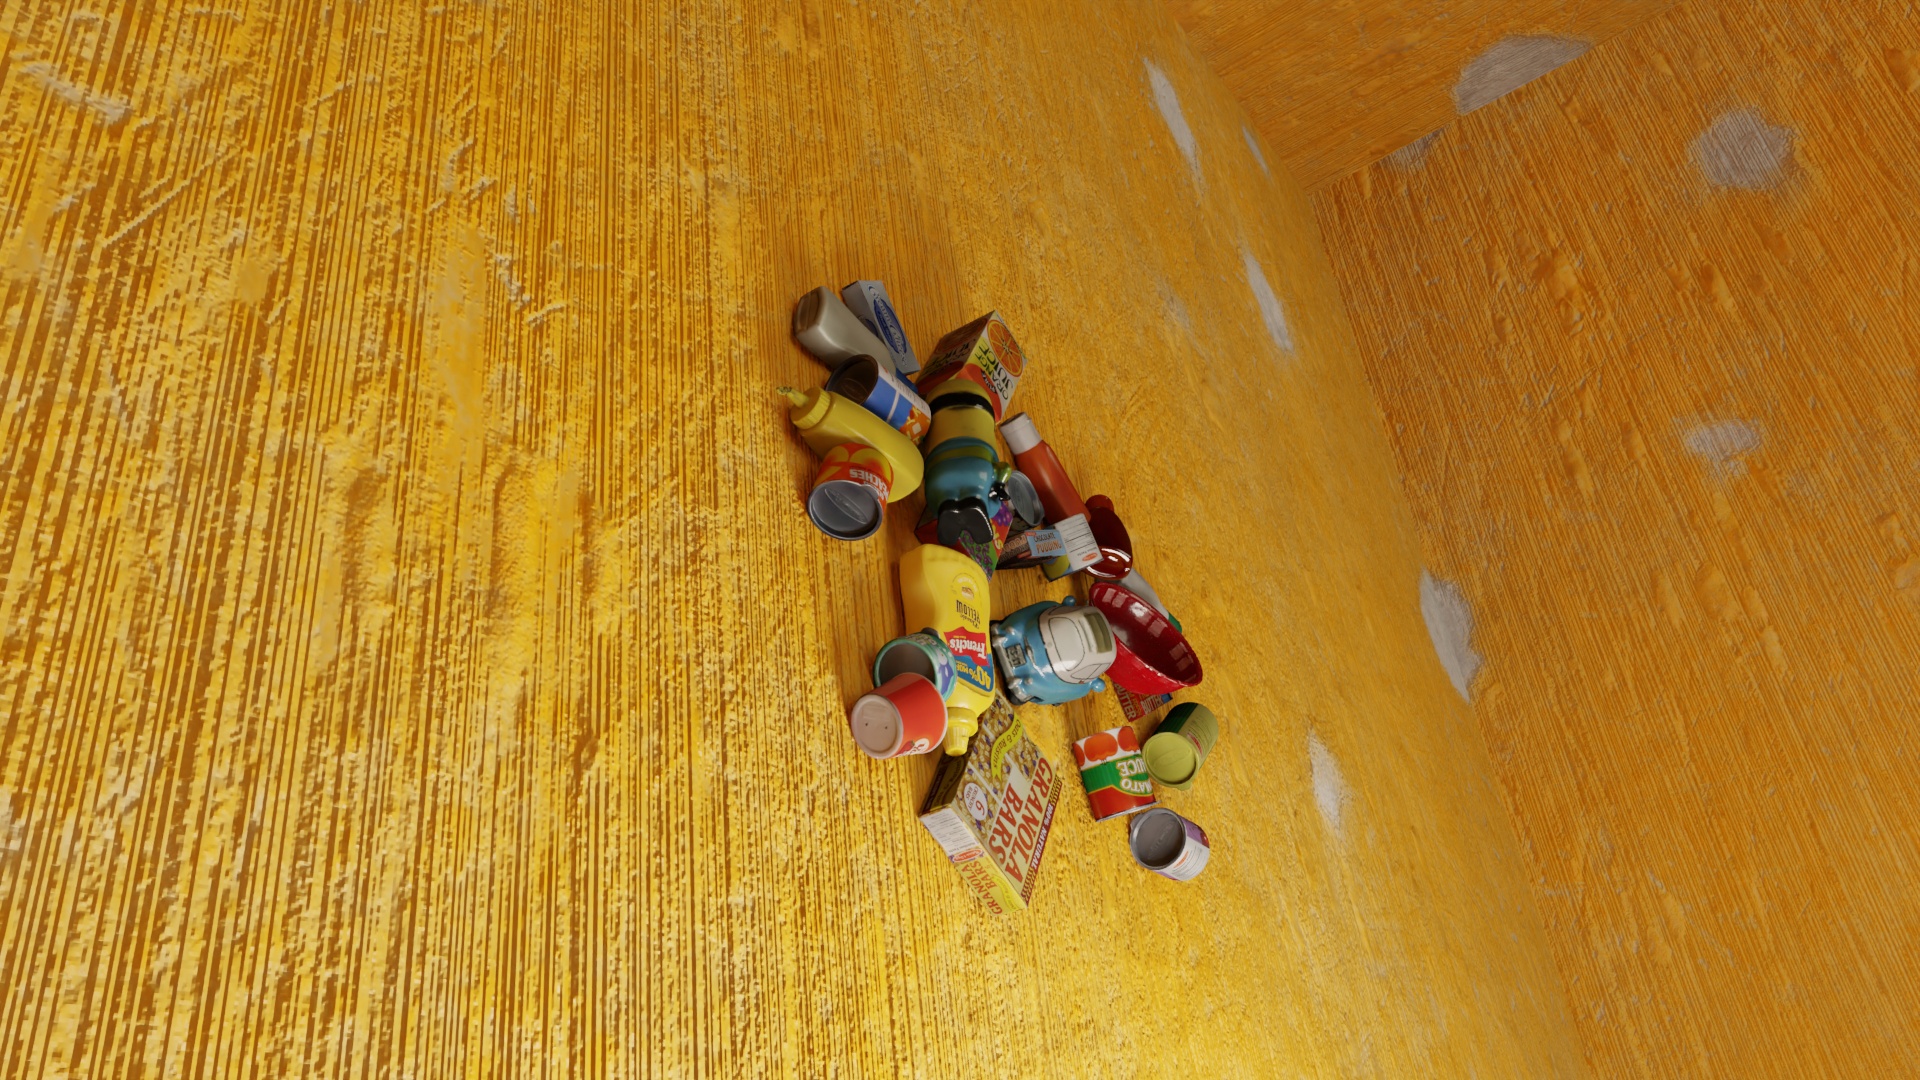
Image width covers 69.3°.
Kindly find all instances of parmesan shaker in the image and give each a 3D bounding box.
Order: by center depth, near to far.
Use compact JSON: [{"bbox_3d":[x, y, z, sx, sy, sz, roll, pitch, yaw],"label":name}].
[{"bbox_3d":[0.254,0.235,1.593,0.071,0.071,0.103,64,26,-2],"label":"parmesan shaker"}]

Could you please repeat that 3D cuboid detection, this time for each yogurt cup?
[{"bbox_3d":[-0.052,0.145,1.129,0.054,0.072,0.072,-10,77,-54],"label":"yogurt cup"}]

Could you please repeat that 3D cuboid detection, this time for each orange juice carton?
[{"bbox_3d":[0.006,-0.165,1.471,0.071,0.073,0.194,55,29,-20],"label":"orange juice carton"}]

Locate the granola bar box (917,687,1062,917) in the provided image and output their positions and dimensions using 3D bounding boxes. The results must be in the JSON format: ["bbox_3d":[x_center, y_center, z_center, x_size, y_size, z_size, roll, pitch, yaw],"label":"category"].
[{"bbox_3d":[0.031,0.229,1.233,0.124,0.039,0.166,56,29,-19],"label":"granola bar box"}]

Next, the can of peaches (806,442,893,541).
[{"bbox_3d":[-0.093,-0.044,1.201,0.071,0.071,0.058,51,30,-27],"label":"can of peaches"}]

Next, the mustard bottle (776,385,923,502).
[{"bbox_3d":[-0.102,-0.094,1.235,0.160,0.065,0.049,39,41,-35],"label":"mustard bottle"}]

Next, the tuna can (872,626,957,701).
[{"bbox_3d":[-0.038,0.110,1.174,0.033,0.071,0.071,-7,74,-61],"label":"tuna can"}]

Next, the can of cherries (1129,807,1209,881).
[{"bbox_3d":[0.220,0.319,1.466,0.058,0.071,0.072,34,41,-46],"label":"can of cherries"}]

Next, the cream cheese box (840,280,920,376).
[{"bbox_3d":[-0.080,-0.213,1.410,0.104,0.024,0.053,66,26,0],"label":"cream cheese box"}]

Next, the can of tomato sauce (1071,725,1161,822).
[{"bbox_3d":[0.158,0.237,1.416,0.071,0.071,0.083,9,60,-58],"label":"can of tomato sauce"}]

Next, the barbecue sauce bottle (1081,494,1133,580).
[{"bbox_3d":[0.167,-0.007,1.633,0.149,0.065,0.043,-85,-173,-63],"label":"barbecue sauce bottle"}]

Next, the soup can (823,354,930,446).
[{"bbox_3d":[-0.079,-0.123,1.298,0.083,0.071,0.072,38,38,-44],"label":"soup can"}]

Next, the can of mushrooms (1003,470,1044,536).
[{"bbox_3d":[0.059,-0.038,1.504,0.071,0.033,0.071,41,35,-38],"label":"can of mushrooms"}]

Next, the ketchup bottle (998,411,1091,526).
[{"bbox_3d":[0.096,-0.076,1.587,0.148,0.043,0.065,60,25,-11],"label":"ketchup bottle"}]

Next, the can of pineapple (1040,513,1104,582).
[{"bbox_3d":[0.116,0.009,1.535,0.071,0.071,0.058,-17,83,-63],"label":"can of pineapple"}]

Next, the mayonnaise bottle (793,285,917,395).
[{"bbox_3d":[-0.098,-0.176,1.332,0.147,0.041,0.065,42,37,-40],"label":"mayonnaise bottle"}]

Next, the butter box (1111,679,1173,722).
[{"bbox_3d":[0.212,0.174,1.612,0.104,0.024,0.053,-13,79,-63],"label":"butter box"}]

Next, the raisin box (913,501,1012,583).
[{"bbox_3d":[0.005,-0.017,1.386,0.086,0.040,0.124,53,29,-20],"label":"raisin box"}]

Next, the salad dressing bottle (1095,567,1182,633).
[{"bbox_3d":[0.219,0.079,1.683,0.147,0.044,0.064,42,33,-39],"label":"salad dressing bottle"}]

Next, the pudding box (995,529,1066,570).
[{"bbox_3d":[0.071,0.009,1.469,0.084,0.049,0.030,-1,71,-61],"label":"pudding box"}]
